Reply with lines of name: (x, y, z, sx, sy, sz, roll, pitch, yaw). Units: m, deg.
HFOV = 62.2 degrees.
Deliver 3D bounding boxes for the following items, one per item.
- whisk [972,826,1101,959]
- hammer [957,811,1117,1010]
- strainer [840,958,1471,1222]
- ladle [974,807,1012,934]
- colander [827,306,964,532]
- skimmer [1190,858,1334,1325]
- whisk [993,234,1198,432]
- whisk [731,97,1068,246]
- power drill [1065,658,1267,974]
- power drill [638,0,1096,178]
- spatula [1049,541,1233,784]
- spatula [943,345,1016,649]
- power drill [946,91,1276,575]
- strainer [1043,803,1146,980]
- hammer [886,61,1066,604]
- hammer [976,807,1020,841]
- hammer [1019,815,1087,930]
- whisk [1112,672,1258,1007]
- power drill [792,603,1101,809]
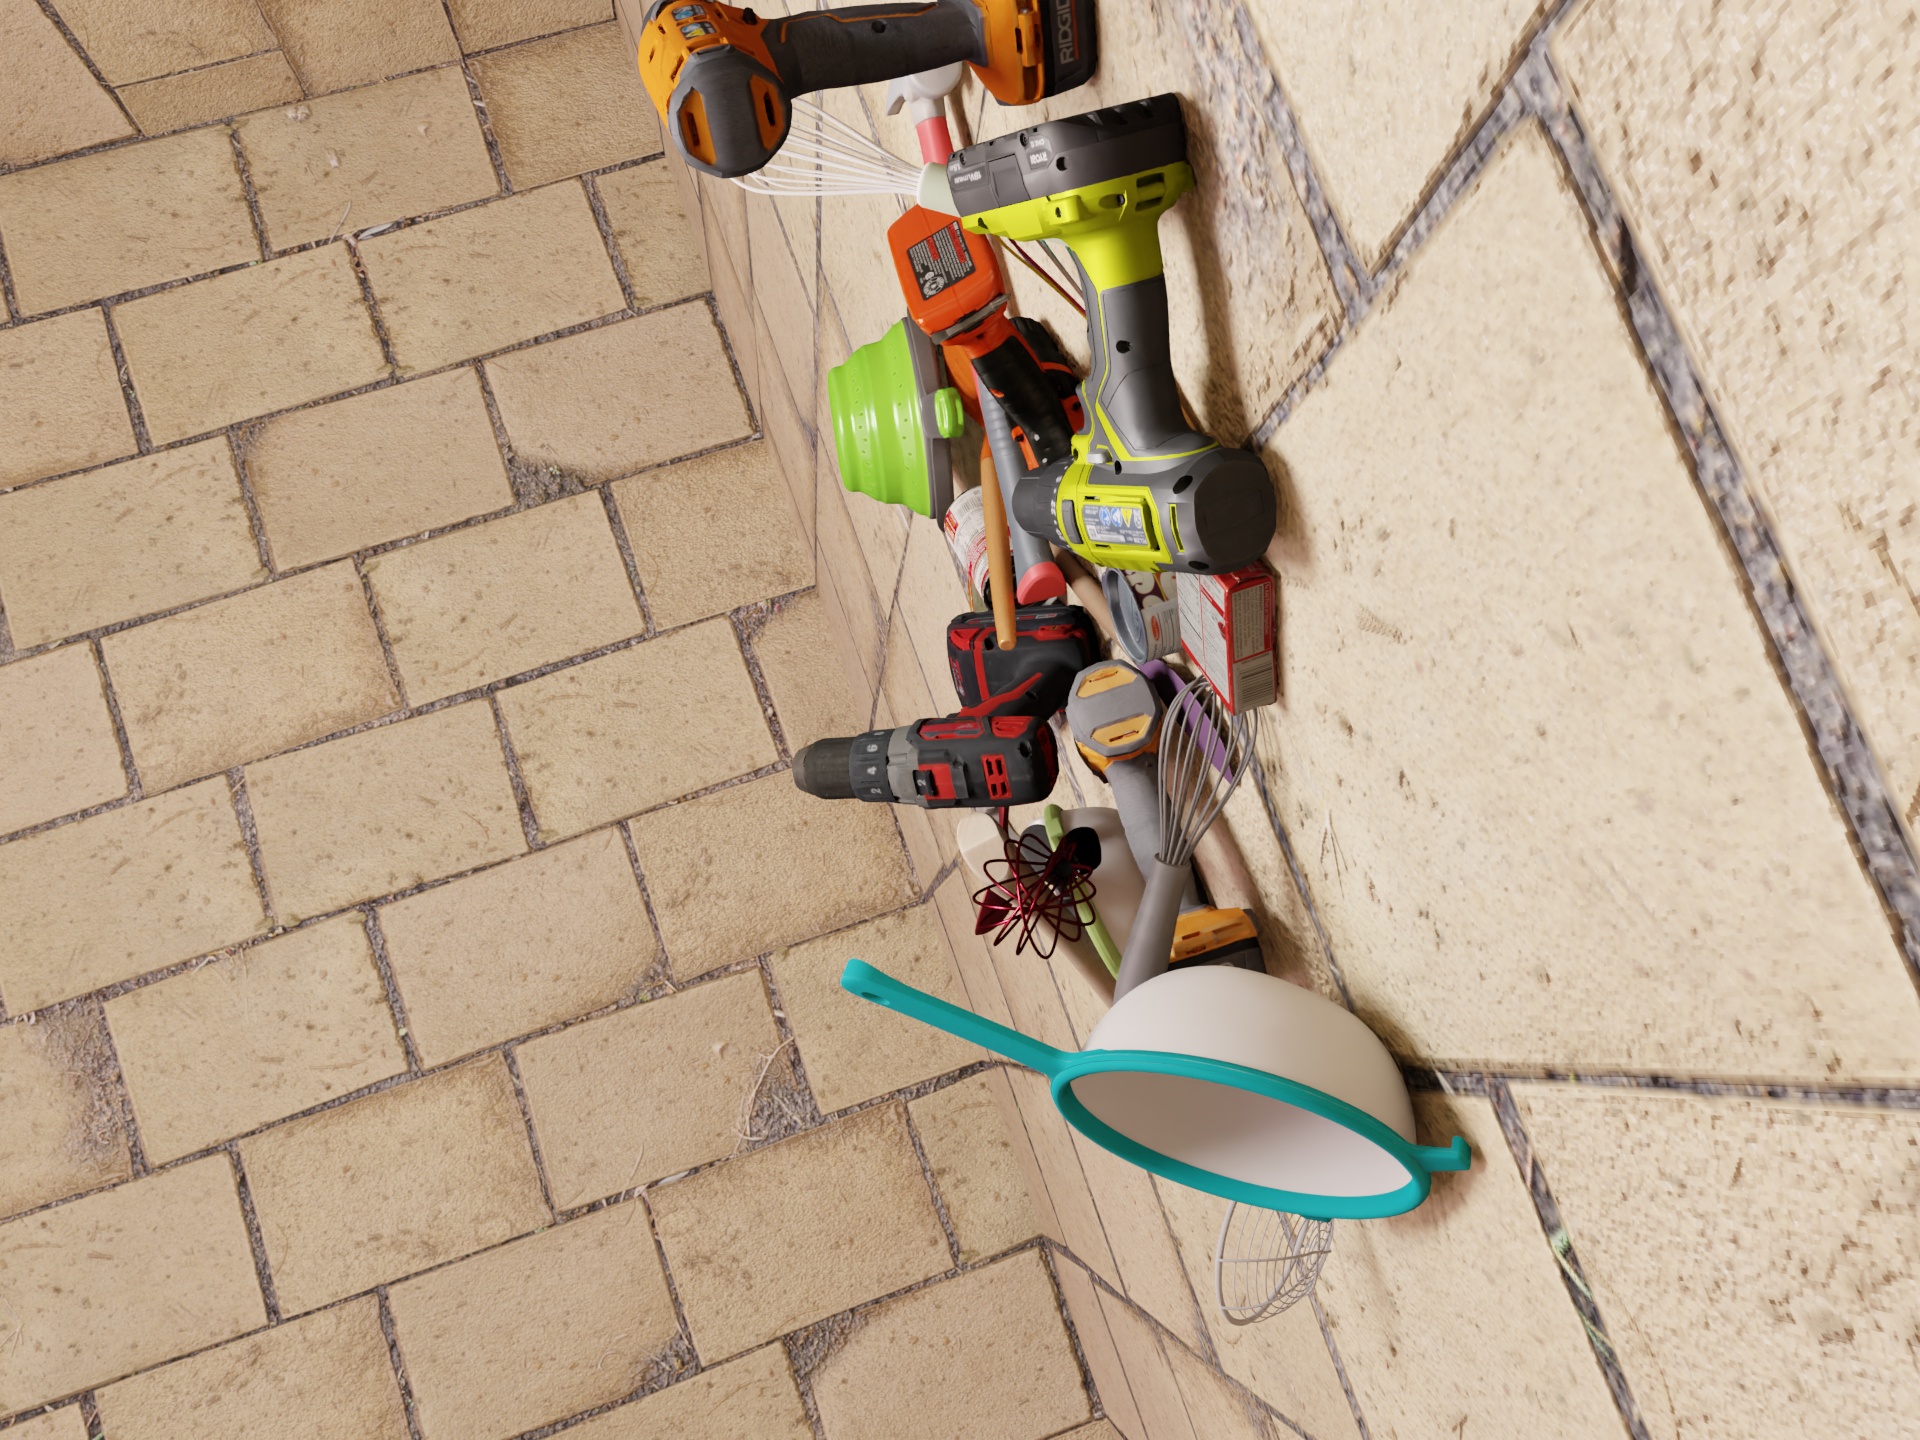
whisk: (0.061, 0.096, 0.995, 0.296, 0.073, 0.073, -12, -96, -78)
hammer: (0.087, 0.167, 1.229, 0.410, 0.038, 0.146, 52, -168, -51)
strainer: (0.104, 0.174, 0.896, 0.211, 0.340, 0.095, 115, 177, -62)
ladle: (0.039, 0.022, 1.318, 0.069, 0.031, 0.316, 81, -167, -74)
colander: (-0.059, -0.249, 1.331, 0.397, 0.094, 0.204, -117, 19, -79)
skimmer: (0.167, 0.224, 1.107, 0.127, 0.090, 0.364, 16, -132, -51)
whisk: (0.076, -0.232, 0.906, 0.051, 0.047, 0.245, 92, 155, -62)
whisk: (-0.027, -0.301, 0.885, 0.059, 0.246, 0.058, -21, -51, -79)
power drill: (0.130, 0.082, 1.066, 0.185, 0.084, 0.226, 58, -166, -77)
power drill: (-0.059, -0.368, 0.846, 0.164, 0.226, 0.084, -117, 13, -45)
spatula: (0.113, -0.060, 1.094, 0.316, 0.018, 0.059, -121, 7, -52)
spatula: (0.015, -0.181, 1.234, 0.081, 0.041, 0.323, 84, -178, -53)
power drill: (0.067, -0.188, 0.821, 0.191, 0.080, 0.228, 17, 126, 60)
strainer: (0.129, 0.114, 1.259, 0.151, 0.069, 0.256, 64, -171, -5)
hammer: (0.012, -0.275, 1.146, 0.143, 0.038, 0.386, -140, 36, -78)
hammer: (0.035, 0.041, 1.732, 0.331, 0.031, 0.130, 92, 158, -65)
hammer: (0.086, 0.137, 1.389, 0.334, 0.035, 0.146, 53, -164, -78)
whisk: (0.126, 0.083, 0.938, 0.055, 0.055, 0.239, -128, 48, -65)
power drill: (-0.002, -0.004, 1.150, 0.227, 0.188, 0.080, -54, -45, -58)
